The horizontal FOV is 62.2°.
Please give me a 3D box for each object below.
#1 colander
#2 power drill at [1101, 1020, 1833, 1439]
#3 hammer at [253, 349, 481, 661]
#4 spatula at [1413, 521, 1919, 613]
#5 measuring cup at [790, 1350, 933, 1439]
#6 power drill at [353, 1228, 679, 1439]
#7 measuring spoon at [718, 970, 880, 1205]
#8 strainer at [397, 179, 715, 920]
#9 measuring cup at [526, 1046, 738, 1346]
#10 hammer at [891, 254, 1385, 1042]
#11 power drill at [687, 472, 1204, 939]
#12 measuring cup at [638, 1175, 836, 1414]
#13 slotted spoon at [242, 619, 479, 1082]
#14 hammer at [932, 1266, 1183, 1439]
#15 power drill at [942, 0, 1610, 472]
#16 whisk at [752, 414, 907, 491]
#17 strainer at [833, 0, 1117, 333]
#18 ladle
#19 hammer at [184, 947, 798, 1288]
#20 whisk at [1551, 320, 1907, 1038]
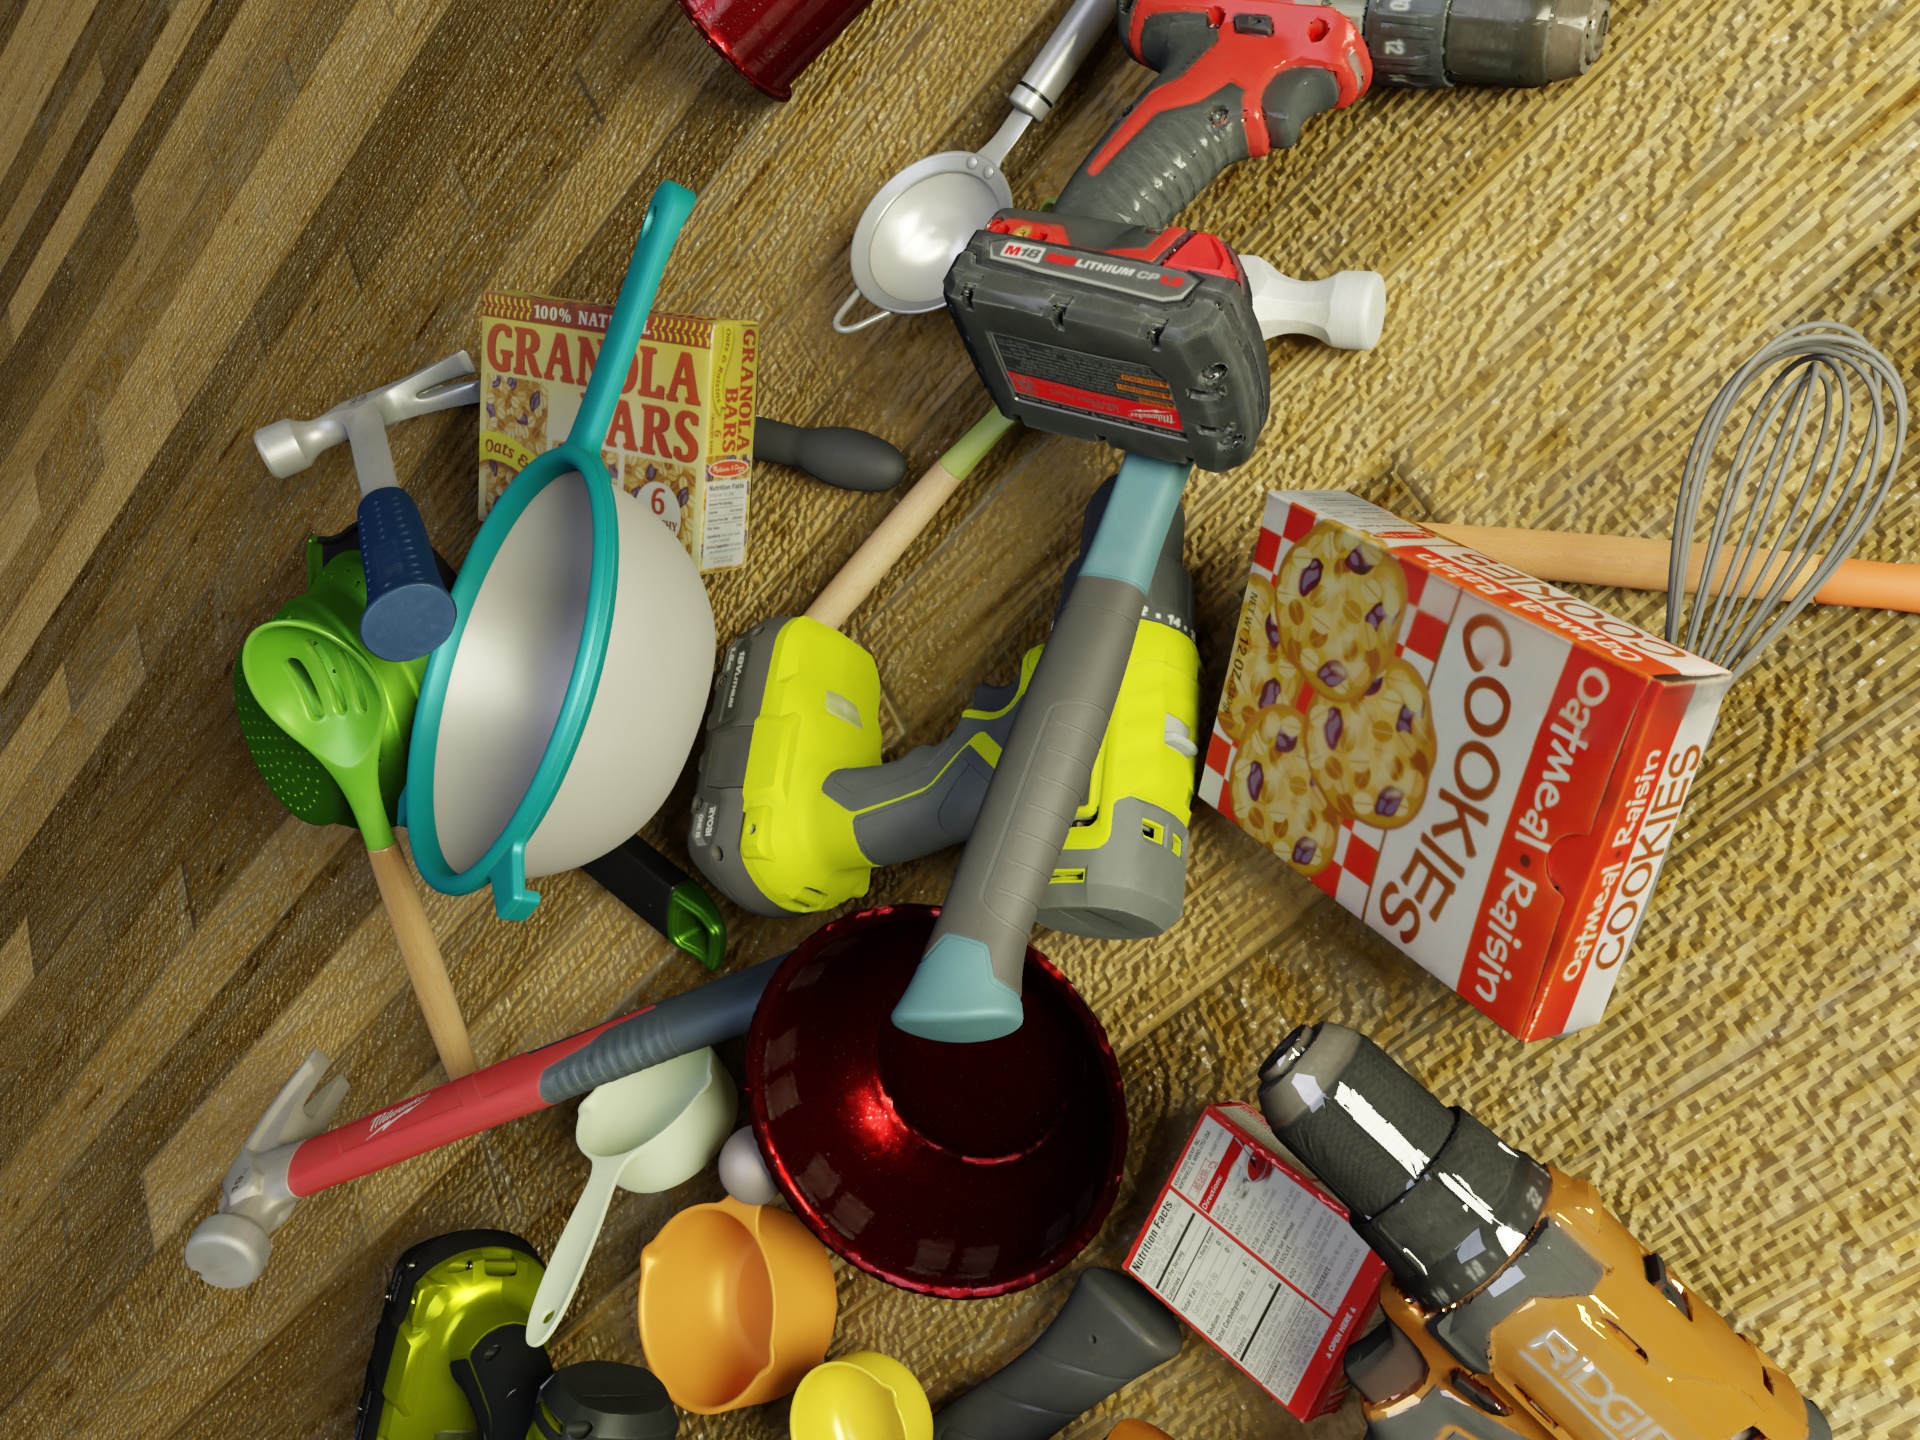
[{"bbox_3d":[-0.286,0.032,0.865,0.397,0.094,0.204,32,129,30],"label":"colander"},{"bbox_3d":[0.115,0.219,0.497,0.185,0.084,0.226,43,110,7],"label":"power drill"},{"bbox_3d":[-0.311,-0.125,0.869,0.144,0.035,0.406,-26,31,-11],"label":"hammer"},{"bbox_3d":[0.246,-0.049,0.508,0.323,0.041,0.081,12,97,42],"label":"spatula"},{"bbox_3d":[-0.006,0.314,0.615,0.157,0.029,0.062,46,110,22],"label":"measuring cup"},{"bbox_3d":[-0.213,0.352,0.743,0.223,0.080,0.171,16,91,56],"label":"power drill"},{"bbox_3d":[-0.070,0.153,0.685,0.034,0.018,0.124,33,95,34],"label":"measuring spoon"},{"bbox_3d":[-0.156,-0.075,0.748,0.211,0.095,0.340,17,88,56],"label":"strainer"},{"bbox_3d":[-0.152,0.219,0.731,0.083,0.038,0.168,-17,32,27],"label":"measuring cup"},{"bbox_3d":[0.053,-0.037,0.590,0.128,0.033,0.331,12,68,26],"label":"hammer"},{"bbox_3d":[-0.001,-0.002,0.681,0.228,0.080,0.191,-8,65,36],"label":"power drill"},{"bbox_3d":[-0.082,0.224,0.718,0.095,0.052,0.173,22,90,40],"label":"measuring cup"},{"bbox_3d":[-0.300,0.088,0.841,0.070,0.031,0.313,-6,113,12],"label":"slotted spoon"},{"bbox_3d":[-0.058,0.357,0.678,0.409,0.036,0.149,-45,56,23],"label":"hammer"},{"bbox_3d":[0.115,-0.208,0.591,0.188,0.080,0.227,19,71,27],"label":"power drill"},{"bbox_3d":[-0.136,-0.158,0.849,0.285,0.070,0.070,19,93,36],"label":"whisk"},{"bbox_3d":[0.030,-0.280,0.744,0.087,0.050,0.258,43,102,31],"label":"strainer"},{"bbox_3d":[-0.030,-0.103,0.739,0.320,0.062,0.078,-47,37,24],"label":"ladle"},{"bbox_3d":[-0.204,0.166,0.788,0.386,0.038,0.143,-23,26,17],"label":"hammer"},{"bbox_3d":[0.223,-0.003,0.489,0.055,0.055,0.239,33,119,40],"label":"whisk"}]
